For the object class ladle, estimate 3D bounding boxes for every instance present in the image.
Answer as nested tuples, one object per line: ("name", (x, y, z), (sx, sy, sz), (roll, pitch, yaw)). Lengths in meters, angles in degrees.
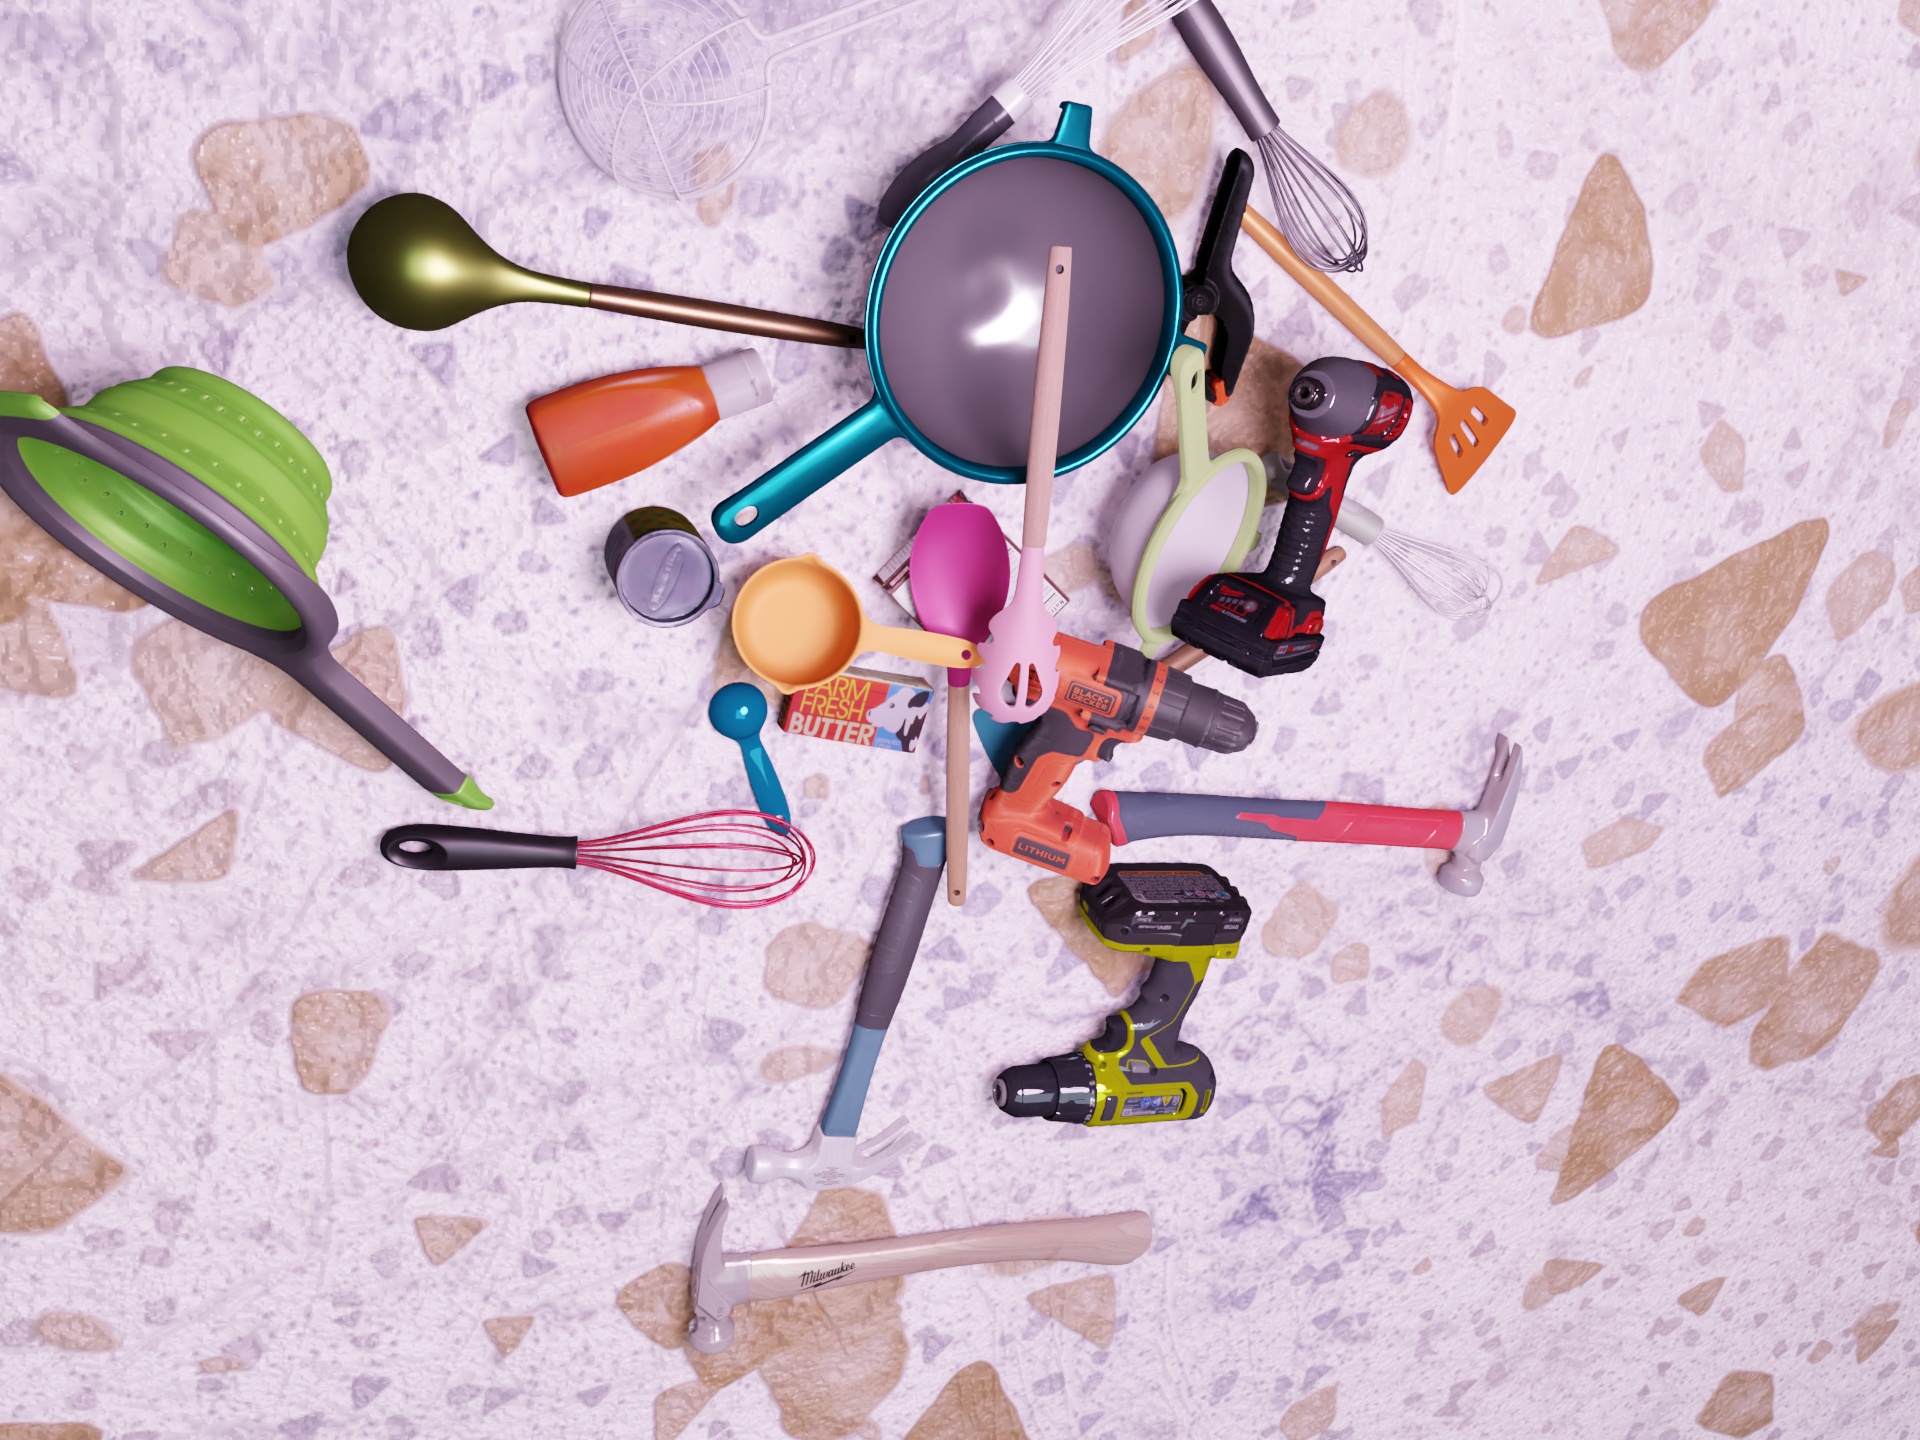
("ladle", (-0.206, -0.259, 0.976), (0.320, 0.062, 0.078), (2, 114, -29))

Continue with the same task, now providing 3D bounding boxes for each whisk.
("whisk", (-0.247, 0.092, 1.104), (0.295, 0.073, 0.073), (3, 112, -15))
("whisk", (0.322, -0.142, 1.219), (0.246, 0.058, 0.059), (26, 132, -24))
("whisk", (0.056, -0.408, 0.985), (0.284, 0.070, 0.070), (-40, 121, 10))
("whisk", (0.203, -0.394, 1.055), (0.055, 0.055, 0.238), (-40, 112, 0))

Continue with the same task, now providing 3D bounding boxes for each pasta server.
("pasta server", (0.048, -0.141, 1.019), (0.060, 0.040, 0.316), (2, 110, -8))

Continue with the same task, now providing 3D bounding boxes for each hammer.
("hammer", (-0.067, 0.225, 1.242), (0.128, 0.033, 0.331), (10, 109, -23))
("hammer", (0.289, 0.068, 1.304), (0.386, 0.038, 0.143), (5, 110, -22))
("hammer", (-0.023, 0.446, 1.357), (0.410, 0.038, 0.146), (1, 111, -21))

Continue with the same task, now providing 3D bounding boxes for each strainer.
("strainer", (0.140, -0.164, 1.086), (0.151, 0.069, 0.256), (-46, 150, -21))
("strainer", (-0.023, -0.229, 1.021), (0.340, 0.095, 0.210), (-35, 122, 0))

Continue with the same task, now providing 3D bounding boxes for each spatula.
("spatula", (0.161, -0.050, 1.213), (0.317, 0.044, 0.082), (-33, 119, -10))
("spatula", (0.298, -0.280, 1.162), (0.322, 0.041, 0.081), (34, 97, -25))

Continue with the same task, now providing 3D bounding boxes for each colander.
("colander", (-0.391, -0.083, 0.947), (0.396, 0.204, 0.094), (55, 53, -46))

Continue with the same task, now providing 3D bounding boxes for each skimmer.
("skimmer", (-0.062, -0.425, 0.956), (0.363, 0.090, 0.127), (-29, 114, -18))

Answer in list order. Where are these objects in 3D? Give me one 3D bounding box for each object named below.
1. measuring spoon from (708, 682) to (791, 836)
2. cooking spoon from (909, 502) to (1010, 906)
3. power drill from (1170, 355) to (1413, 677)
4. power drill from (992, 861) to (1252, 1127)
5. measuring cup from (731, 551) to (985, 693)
("measuring spoon", (-0.143, 0.033, 1.133), (0.042, 0.021, 0.128), (-22, 118, -10))
("cooking spoon", (-0.002, -0.004, 1.131), (0.068, 0.017, 0.318), (-1, 117, -3))
("power drill", (0.234, -0.145, 1.105), (0.143, 0.079, 0.219), (-8, 123, -56))
("power drill", (0.134, 0.234, 1.298), (0.190, 0.080, 0.228), (2, 115, -22))
("measuring cup", (-0.070, -0.057, 1.082), (0.173, 0.052, 0.095), (10, 89, -12))
